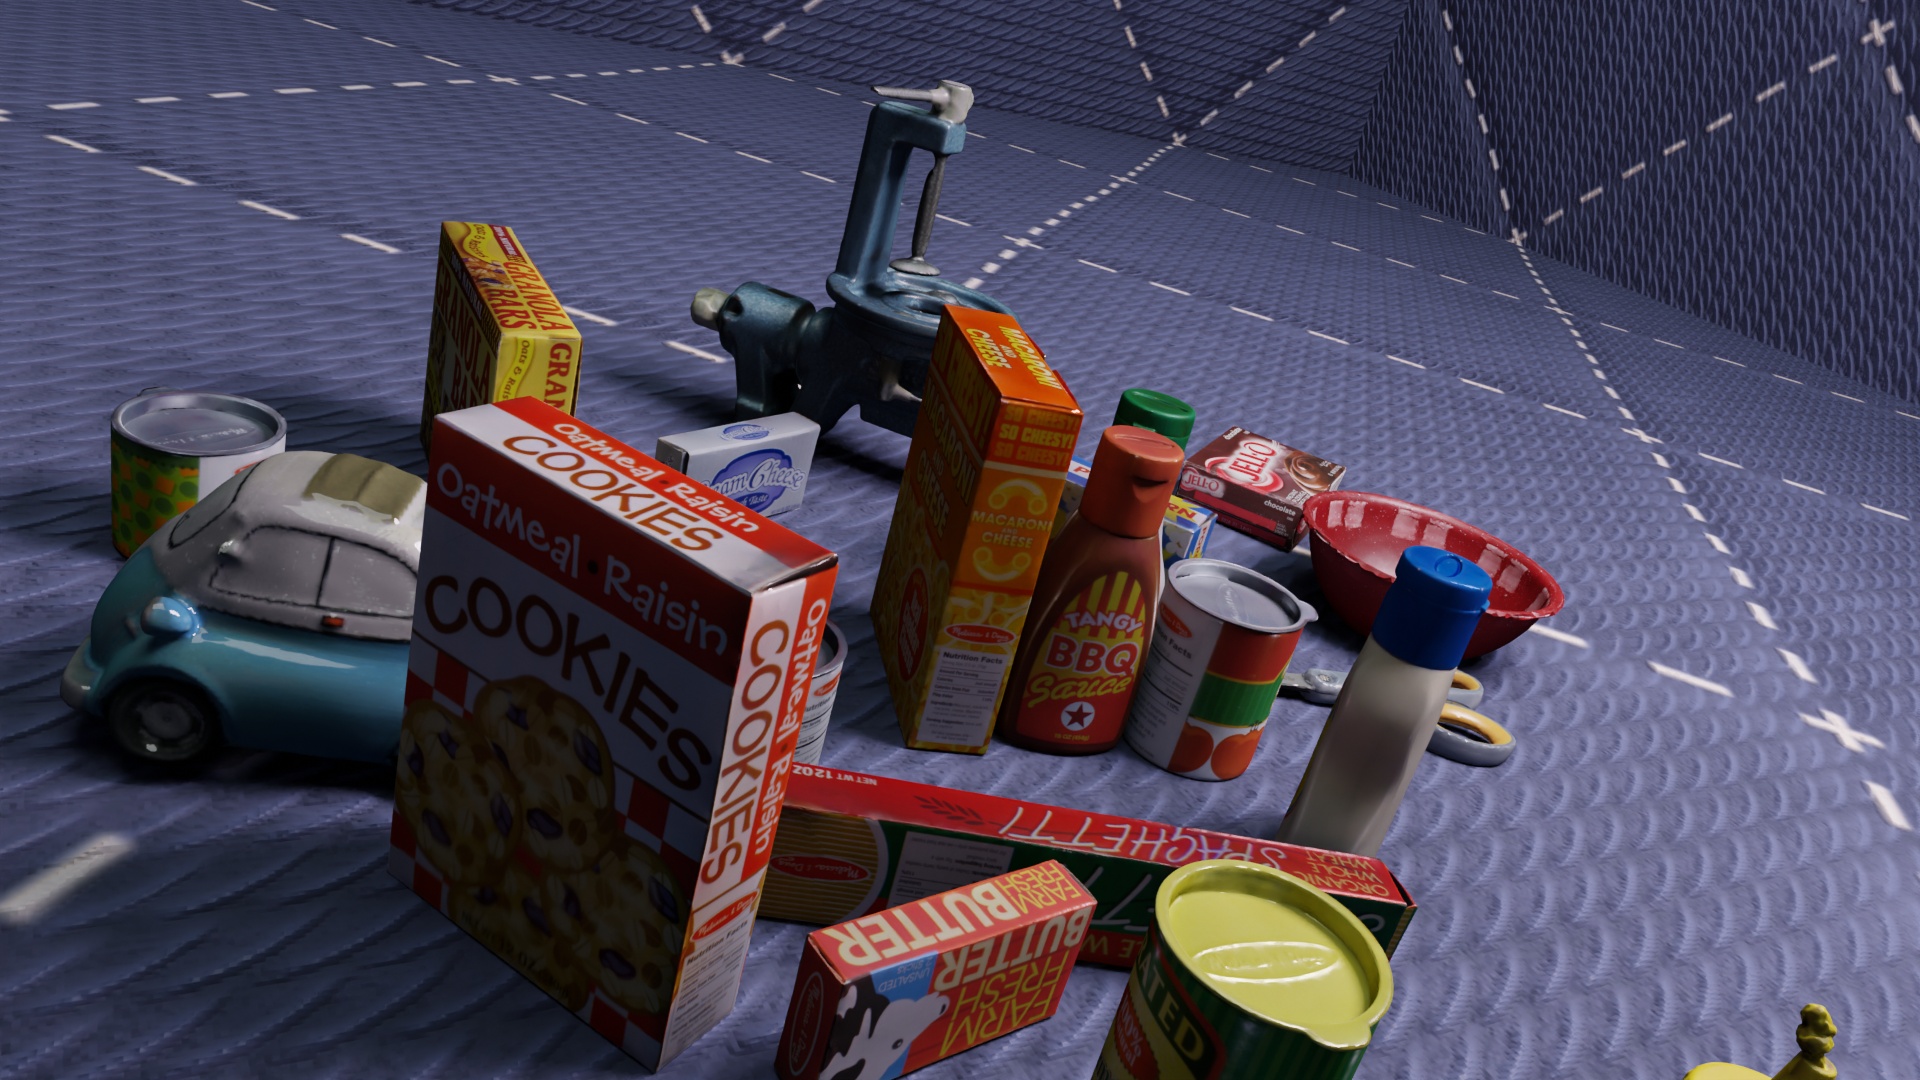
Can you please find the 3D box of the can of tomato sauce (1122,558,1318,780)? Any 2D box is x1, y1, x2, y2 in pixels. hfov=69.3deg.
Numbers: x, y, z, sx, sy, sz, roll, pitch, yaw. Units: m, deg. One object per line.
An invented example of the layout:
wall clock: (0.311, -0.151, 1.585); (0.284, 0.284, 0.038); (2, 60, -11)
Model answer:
can of tomato sauce: (0.119, 0.060, 0.651); (0.071, 0.082, 0.071); (13, 24, -6)

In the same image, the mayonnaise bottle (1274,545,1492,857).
mayonnaise bottle: (0.173, 0.074, 0.572); (0.041, 0.147, 0.065); (25, 25, 21)

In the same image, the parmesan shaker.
parmesan shaker: (0.073, 0.154, 0.393); (0.071, 0.102, 0.071); (13, 24, -6)

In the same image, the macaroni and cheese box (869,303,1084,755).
macaroni and cheese box: (0.002, -0.008, 0.628); (0.040, 0.165, 0.124); (8, 24, -16)

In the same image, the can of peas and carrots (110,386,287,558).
can of peas and carrots: (-0.332, -0.027, 0.603); (0.071, 0.058, 0.071); (13, 24, -6)

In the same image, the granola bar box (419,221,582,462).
granola bar box: (-0.230, -0.073, 0.684); (0.039, 0.123, 0.166); (1, 27, -30)

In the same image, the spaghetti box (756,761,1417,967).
spaghetti box: (0.039, 0.125, 0.503); (0.250, 0.050, 0.029); (11, 24, -10)

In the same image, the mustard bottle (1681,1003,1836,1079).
mustard bottle: (0.172, 0.176, 0.332); (0.049, 0.159, 0.065); (30, 27, 31)

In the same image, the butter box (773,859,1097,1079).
butter box: (-0.006, 0.139, 0.441); (0.104, 0.053, 0.024); (-6, 31, -39)

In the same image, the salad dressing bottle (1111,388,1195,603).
salad dressing bottle: (0.076, 0.000, 0.678); (0.064, 0.147, 0.044); (23, 24, 16)

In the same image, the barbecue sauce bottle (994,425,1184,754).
barbecue sauce bottle: (0.060, 0.023, 0.617); (0.065, 0.147, 0.044); (8, 24, -17)

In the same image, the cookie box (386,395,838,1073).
cookie box: (-0.111, 0.056, 0.419); (0.123, 0.166, 0.040); (26, 26, 24)

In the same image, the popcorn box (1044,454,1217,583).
popcorn box: (0.061, 0.003, 0.739); (0.127, 0.084, 0.038); (24, 25, 19)

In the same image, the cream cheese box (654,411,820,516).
cream cheese box: (-0.122, -0.036, 0.754); (0.024, 0.053, 0.104); (29, 27, 28)

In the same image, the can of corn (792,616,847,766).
can of corn: (-0.086, 0.061, 0.559); (0.071, 0.058, 0.071); (13, 24, -6)
